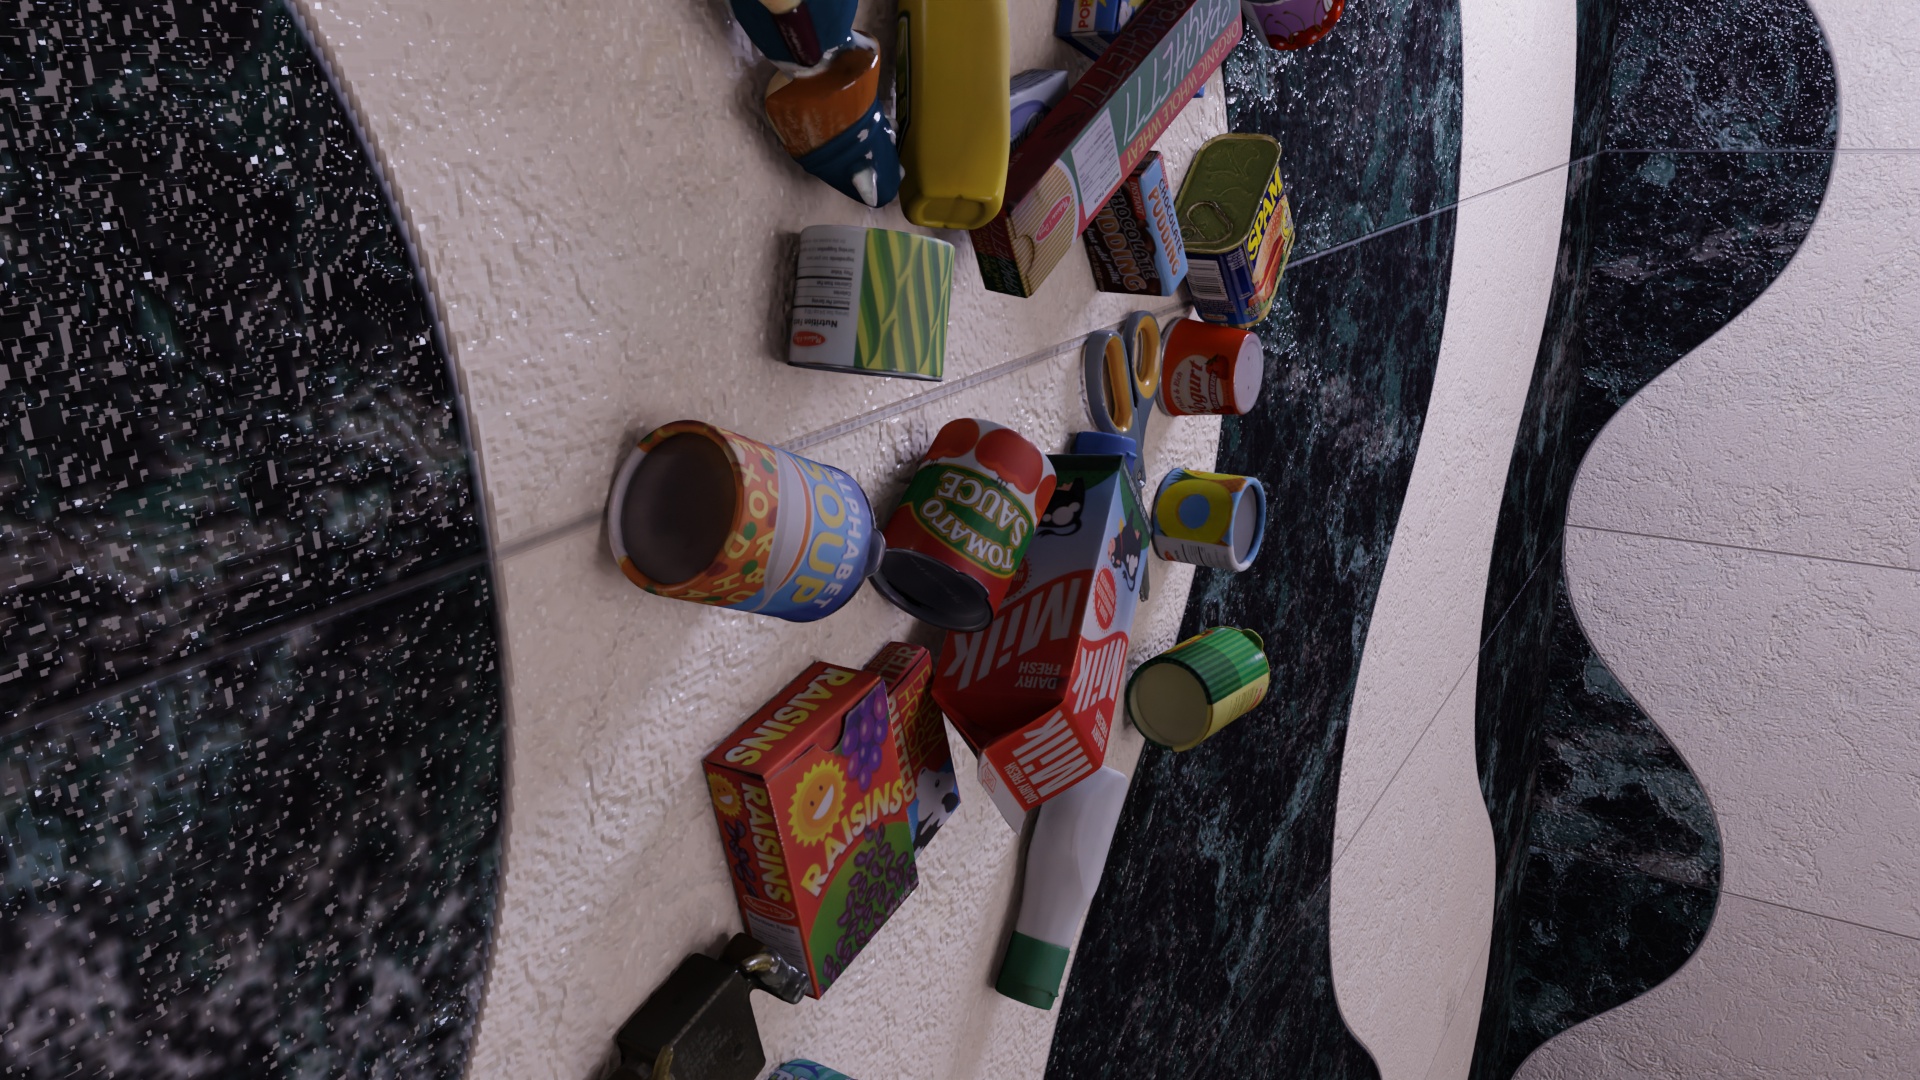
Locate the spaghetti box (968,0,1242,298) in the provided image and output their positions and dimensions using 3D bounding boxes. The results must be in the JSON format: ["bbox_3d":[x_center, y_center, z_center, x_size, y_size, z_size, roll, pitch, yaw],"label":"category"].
[{"bbox_3d":[0.081,-0.220,0.715,0.251,0.029,0.050,-53,144,-30],"label":"spaghetti box"}]

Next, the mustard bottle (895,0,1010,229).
[{"bbox_3d":[-0.004,-0.221,0.612,0.065,0.049,0.160,146,-56,-78],"label":"mustard bottle"}]

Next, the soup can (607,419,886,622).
[{"bbox_3d":[-0.080,-0.006,0.533,0.084,0.071,0.071,18,83,-59],"label":"soup can"}]

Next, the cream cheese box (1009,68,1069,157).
[{"bbox_3d":[0.023,-0.198,0.695,0.104,0.024,0.053,-42,131,-46],"label":"cream cheese box"}]

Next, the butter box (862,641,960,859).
[{"bbox_3d":[-0.029,0.107,0.692,0.053,0.024,0.103,-45,134,-45],"label":"butter box"}]

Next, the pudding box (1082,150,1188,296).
[{"bbox_3d":[0.097,-0.182,0.798,0.030,0.049,0.083,-56,142,-32],"label":"pudding box"}]

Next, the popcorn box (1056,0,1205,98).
[{"bbox_3d":[0.103,-0.308,0.784,0.127,0.038,0.085,1,96,-58],"label":"popcorn box"}]

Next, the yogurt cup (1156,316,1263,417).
[{"bbox_3d":[0.168,-0.114,0.928,0.073,0.054,0.072,-24,119,-55],"label":"yogurt cup"}]

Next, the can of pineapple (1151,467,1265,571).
[{"bbox_3d":[0.172,-0.016,0.957,0.071,0.058,0.070,-22,117,-55],"label":"can of pineapple"}]

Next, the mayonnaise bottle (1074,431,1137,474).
[{"bbox_3d":[0.075,0.011,0.824,0.065,0.041,0.148,11,87,-57],"label":"mayonnaise bottle"}]

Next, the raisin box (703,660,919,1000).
[{"bbox_3d":[-0.064,0.129,0.628,0.086,0.040,0.122,-39,129,-47],"label":"raisin box"}]

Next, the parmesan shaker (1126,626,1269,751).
[{"bbox_3d":[0.168,0.100,0.971,0.103,0.071,0.071,-14,110,-56],"label":"parmesan shaker"}]

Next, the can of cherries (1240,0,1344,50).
[{"bbox_3d":[0.220,-0.372,0.927,0.058,0.071,0.071,31,72,-57],"label":"can of cherries"}]

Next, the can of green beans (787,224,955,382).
[{"bbox_3d":[-0.037,-0.099,0.584,0.071,0.071,0.057,-2,99,-59],"label":"can of green beans"}]

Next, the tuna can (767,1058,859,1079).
[{"bbox_3d":[-0.074,0.282,0.658,0.071,0.033,0.071,-23,117,-55],"label":"tuna can"}]

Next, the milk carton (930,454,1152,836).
[{"bbox_3d":[0.041,0.050,0.715,0.072,0.073,0.191,60,39,-49],"label":"milk carton"}]

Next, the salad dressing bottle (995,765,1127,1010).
[{"bbox_3d":[0.061,0.209,0.850,0.064,0.044,0.148,40,65,-57],"label":"salad dressing bottle"}]

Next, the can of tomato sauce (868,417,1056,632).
[{"bbox_3d":[0.002,-0.008,0.670,0.083,0.071,0.071,-63,145,-28],"label":"can of tomato sauce"}]
